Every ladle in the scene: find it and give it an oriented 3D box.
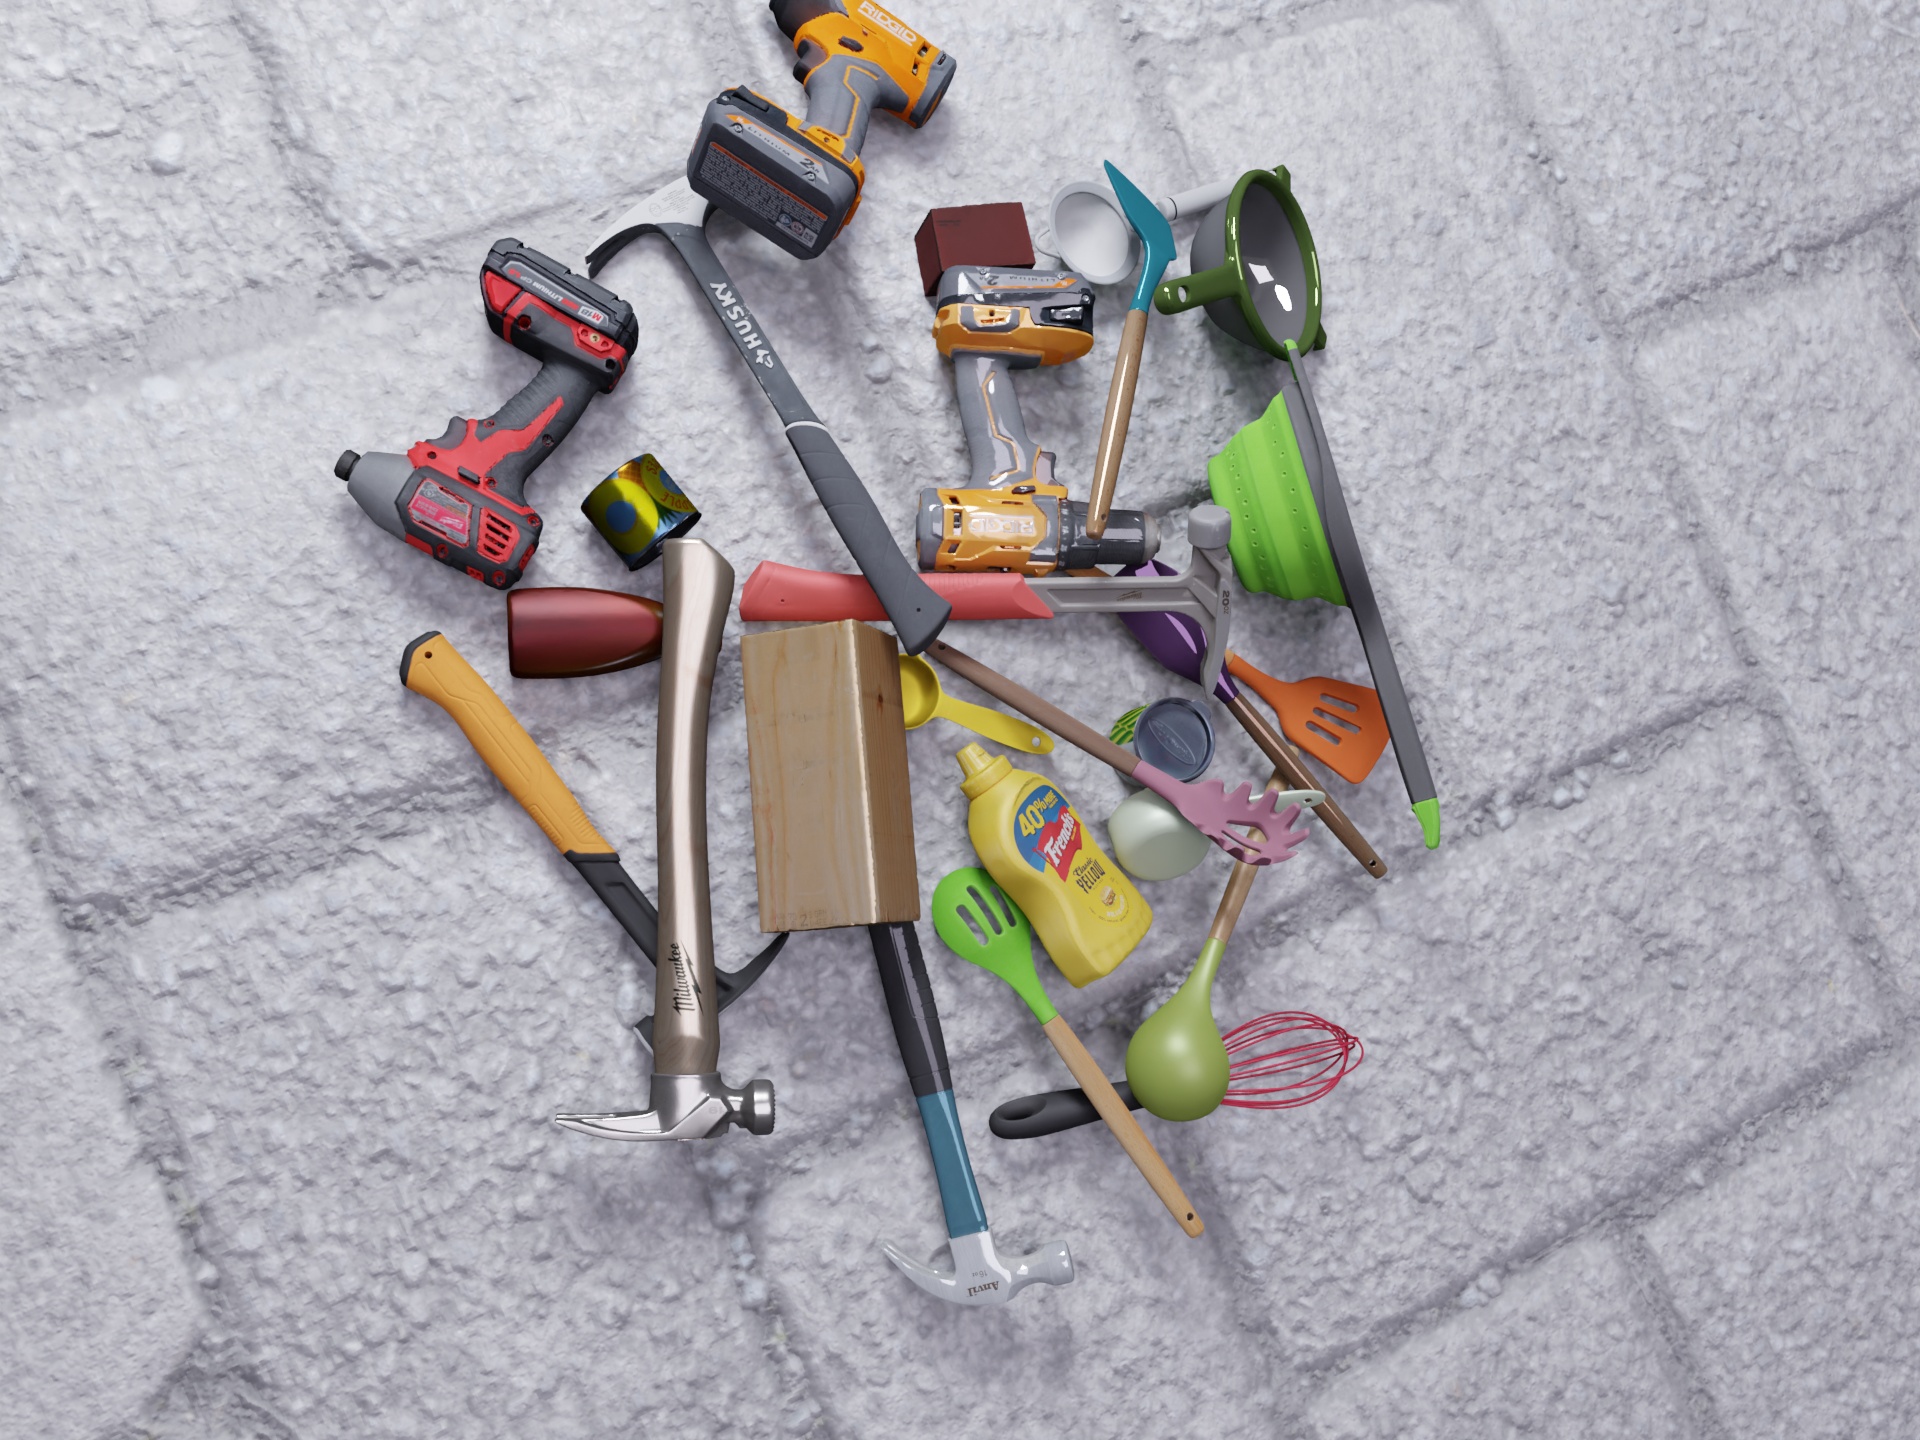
[{"bbox_3d":[0.205,0.153,1.203,0.320,0.078,0.062,-62,145,-30],"label":"ladle"}]

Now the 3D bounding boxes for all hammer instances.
[{"bbox_3d":[-0.021,0.254,1.148,0.128,0.033,0.331,-15,83,1],"label":"hammer"},{"bbox_3d":[0.019,-0.083,1.173,0.359,0.037,0.149,-1,121,-1],"label":"hammer"},{"bbox_3d":[-0.125,-0.222,1.145,0.149,0.036,0.409,-28,77,-13],"label":"hammer"},{"bbox_3d":[-0.200,0.079,1.094,0.146,0.038,0.411,1,85,-13],"label":"hammer"},{"bbox_3d":[-0.267,0.071,1.116,0.127,0.034,0.337,-40,94,-15],"label":"hammer"}]

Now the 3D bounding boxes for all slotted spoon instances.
[{"bbox_3d":[0.082,0.239,1.158,0.070,0.031,0.314,-31,81,-21],"label":"slotted spoon"}]

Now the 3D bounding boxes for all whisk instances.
[{"bbox_3d":[0.164,0.274,1.195,0.296,0.073,0.073,-10,86,-11],"label":"whisk"}]

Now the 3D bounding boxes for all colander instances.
[{"bbox_3d":[0.269,-0.085,1.216,0.094,0.204,0.397,-17,80,15],"label":"colander"}]

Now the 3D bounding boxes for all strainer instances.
[{"bbox_3d":[0.198,-0.339,1.235,0.256,0.069,0.151,-31,109,-48],"label":"strainer"},{"bbox_3d":[0.159,-0.409,1.287,0.258,0.050,0.087,-24,92,-22],"label":"strainer"}]

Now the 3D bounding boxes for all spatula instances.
[{"bbox_3d":[0.229,0.000,1.236,0.060,0.018,0.316,-40,94,6],"label":"spatula"},{"bbox_3d":[0.119,-0.274,1.178,0.082,0.044,0.318,29,65,-40],"label":"spatula"},{"bbox_3d":[0.195,-0.061,1.252,0.322,0.041,0.081,30,82,-8],"label":"spatula"}]

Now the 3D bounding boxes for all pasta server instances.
[{"bbox_3d":[0.107,0.017,1.170,0.316,0.040,0.060,31,58,12],"label":"pasta server"}]

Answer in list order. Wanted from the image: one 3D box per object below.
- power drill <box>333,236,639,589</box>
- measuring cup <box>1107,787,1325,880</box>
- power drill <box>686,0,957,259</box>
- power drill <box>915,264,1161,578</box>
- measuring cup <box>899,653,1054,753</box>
[{"bbox_3d":[-0.330,-0.216,1.117,0.143,0.078,0.220,27,80,-10],"label":"power drill"},{"bbox_3d":[0.196,0.081,1.199,0.167,0.083,0.038,-9,44,1],"label":"measuring cup"},{"bbox_3d":[-0.113,-0.463,1.178,0.164,0.084,0.227,31,56,-9],"label":"power drill"},{"bbox_3d":[0.061,-0.220,1.206,0.185,0.084,0.226,2,85,-5],"label":"power drill"},{"bbox_3d":[-0.002,-0.004,1.203,0.156,0.029,0.062,21,79,-19],"label":"measuring cup"}]
